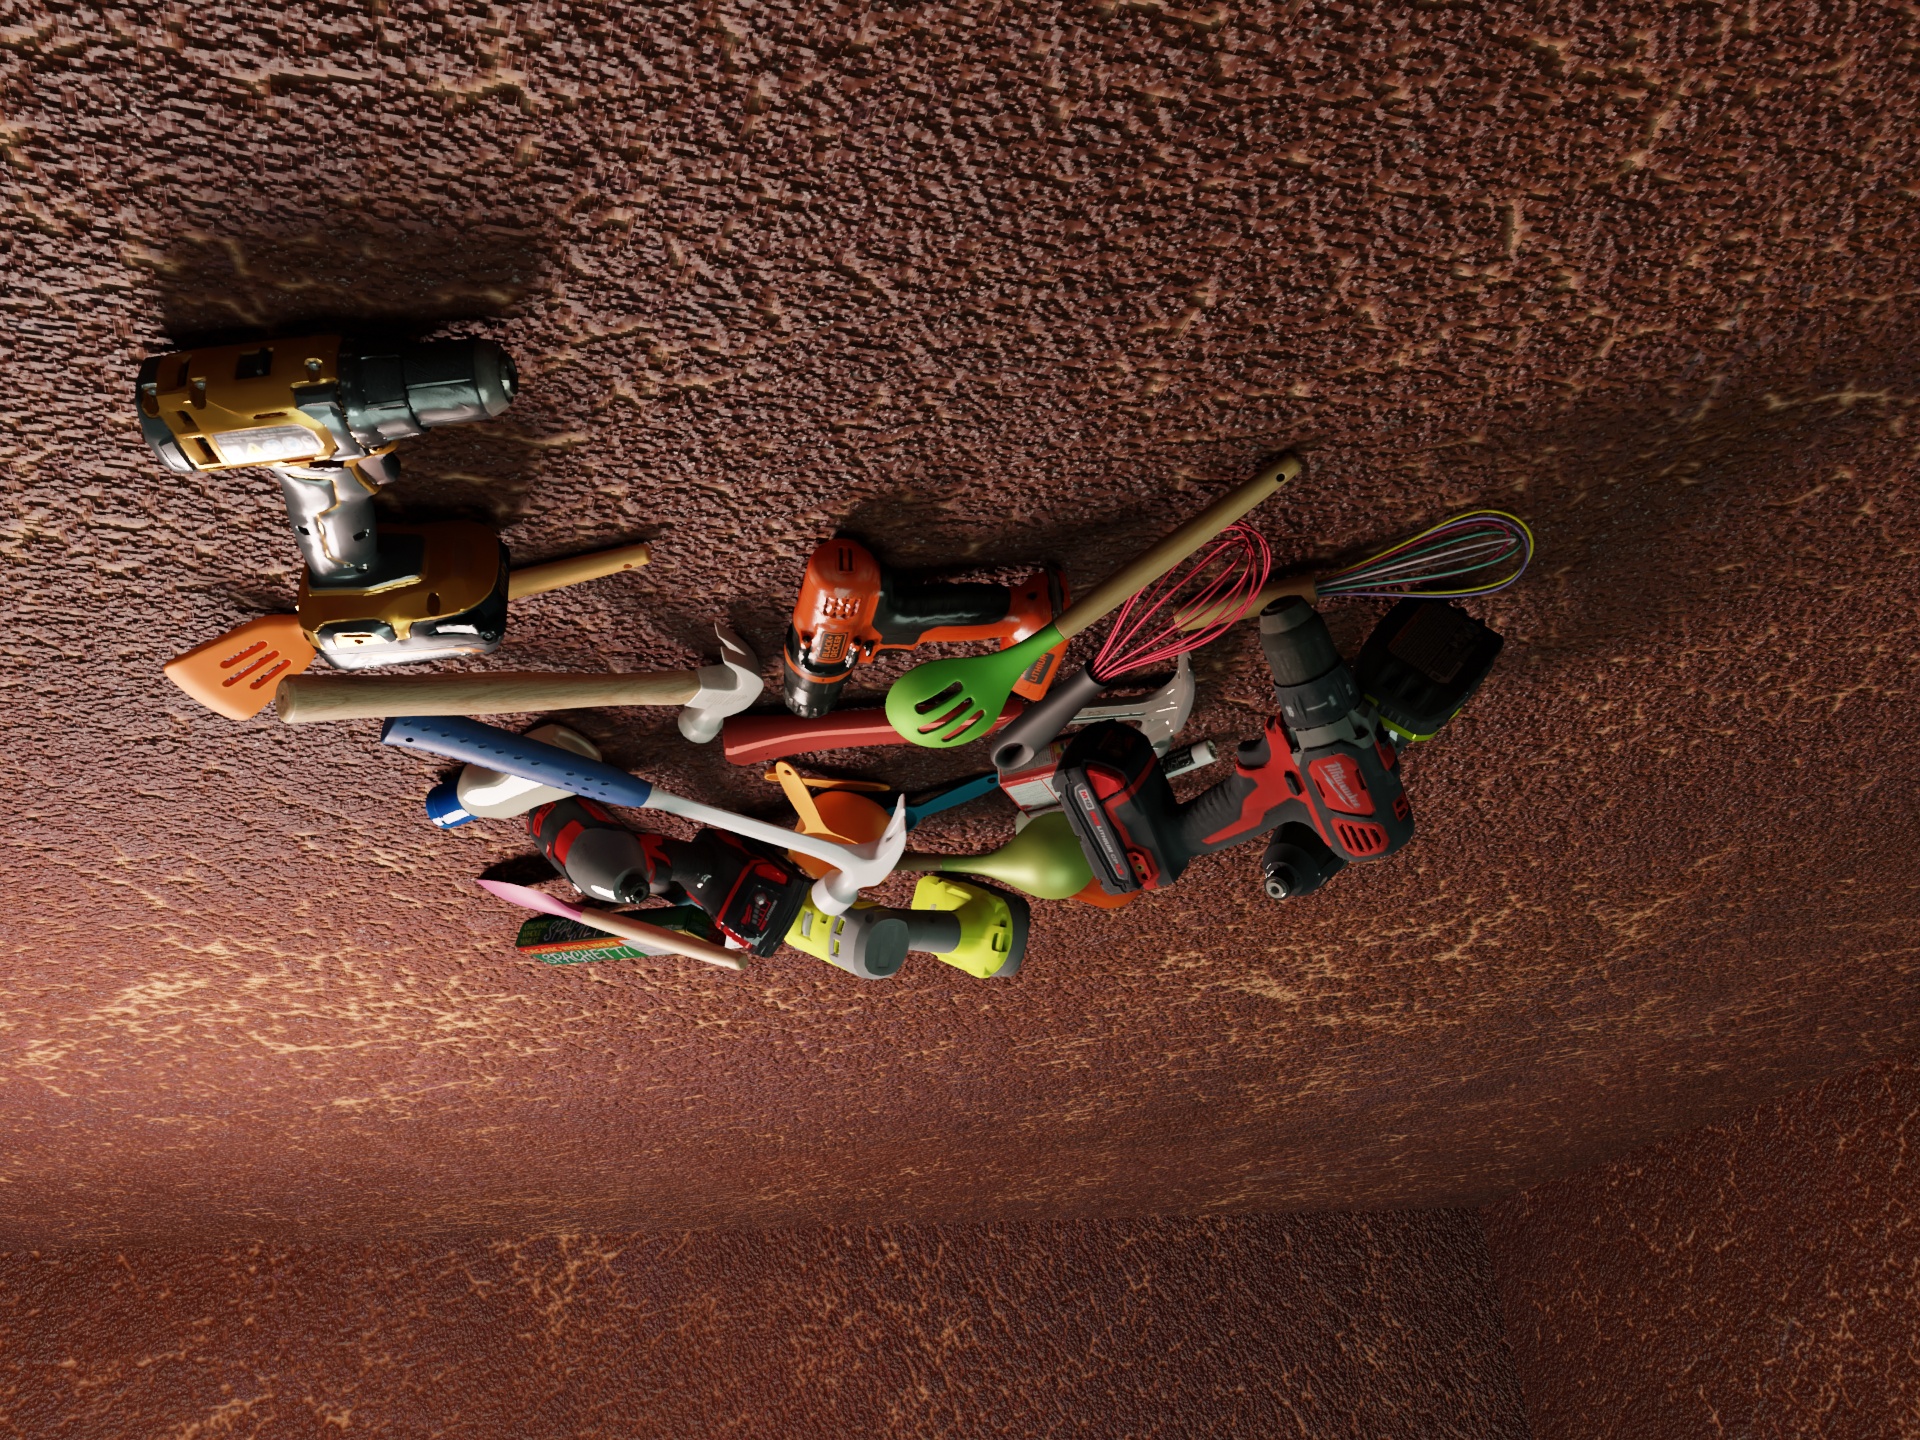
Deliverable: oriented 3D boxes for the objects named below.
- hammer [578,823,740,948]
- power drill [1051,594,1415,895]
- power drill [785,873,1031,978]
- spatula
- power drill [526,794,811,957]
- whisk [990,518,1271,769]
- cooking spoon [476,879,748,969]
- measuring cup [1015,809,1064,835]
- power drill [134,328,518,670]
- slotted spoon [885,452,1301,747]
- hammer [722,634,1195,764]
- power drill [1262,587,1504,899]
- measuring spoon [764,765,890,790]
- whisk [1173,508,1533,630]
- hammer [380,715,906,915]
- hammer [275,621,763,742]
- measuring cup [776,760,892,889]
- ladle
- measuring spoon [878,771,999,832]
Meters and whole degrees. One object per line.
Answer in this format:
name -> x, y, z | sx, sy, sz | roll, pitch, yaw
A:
hammer -> -0.272, 0.149, 1.462 | 0.128, 0.033, 0.330 | -16, 151, 16
power drill -> 0.179, 0.022, 1.093 | 0.227, 0.080, 0.187 | -15, 110, 32
power drill -> -0.067, 0.180, 1.447 | 0.228, 0.080, 0.191 | 8, -176, -43
spatula -> -0.352, -0.065, 1.031 | 0.322, 0.041, 0.081 | -12, 151, 10
power drill -> -0.236, 0.124, 1.304 | 0.219, 0.143, 0.078 | 24, 96, -47
whisk -> 0.109, -0.043, 1.111 | 0.073, 0.073, 0.295 | 13, 141, -32
cooking spoon -> -0.306, 0.175, 1.377 | 0.319, 0.017, 0.068 | 9, 164, 34
measuring cup -> 0.131, 0.086, 1.418 | 0.167, 0.038, 0.083 | -10, 152, 4
power drill -> -0.317, -0.126, 0.887 | 0.185, 0.084, 0.226 | -7, 148, 0
slotted spoon -> 0.083, -0.075, 1.022 | 0.313, 0.031, 0.070 | -35, 119, 13
hammer -> -0.002, -0.004, 1.221 | 0.359, 0.037, 0.149 | -4, 152, -4
power drill -> 0.299, 0.027, 1.169 | 0.171, 0.080, 0.223 | -39, 157, -44
measuring spoon -> -0.110, 0.048, 1.330 | 0.116, 0.011, 0.021 | 8, 159, -31
whisk -> 0.266, -0.100, 1.096 | 0.245, 0.051, 0.047 | -11, 131, 19
hammer -> -0.225, 0.055, 1.196 | 0.405, 0.035, 0.144 | 20, 137, -28
hammer -> -0.280, -0.020, 1.062 | 0.331, 0.031, 0.130 | -3, 154, -39
measuring cup -> -0.109, 0.072, 1.319 | 0.095, 0.052, 0.173 | 2, 140, 24
ladle -> -0.034, 0.119, 1.404 | 0.320, 0.062, 0.078 | -1, 112, 23
measuring spoon -> -0.019, 0.064, 1.374 | 0.128, 0.021, 0.042 | -23, 139, 12
